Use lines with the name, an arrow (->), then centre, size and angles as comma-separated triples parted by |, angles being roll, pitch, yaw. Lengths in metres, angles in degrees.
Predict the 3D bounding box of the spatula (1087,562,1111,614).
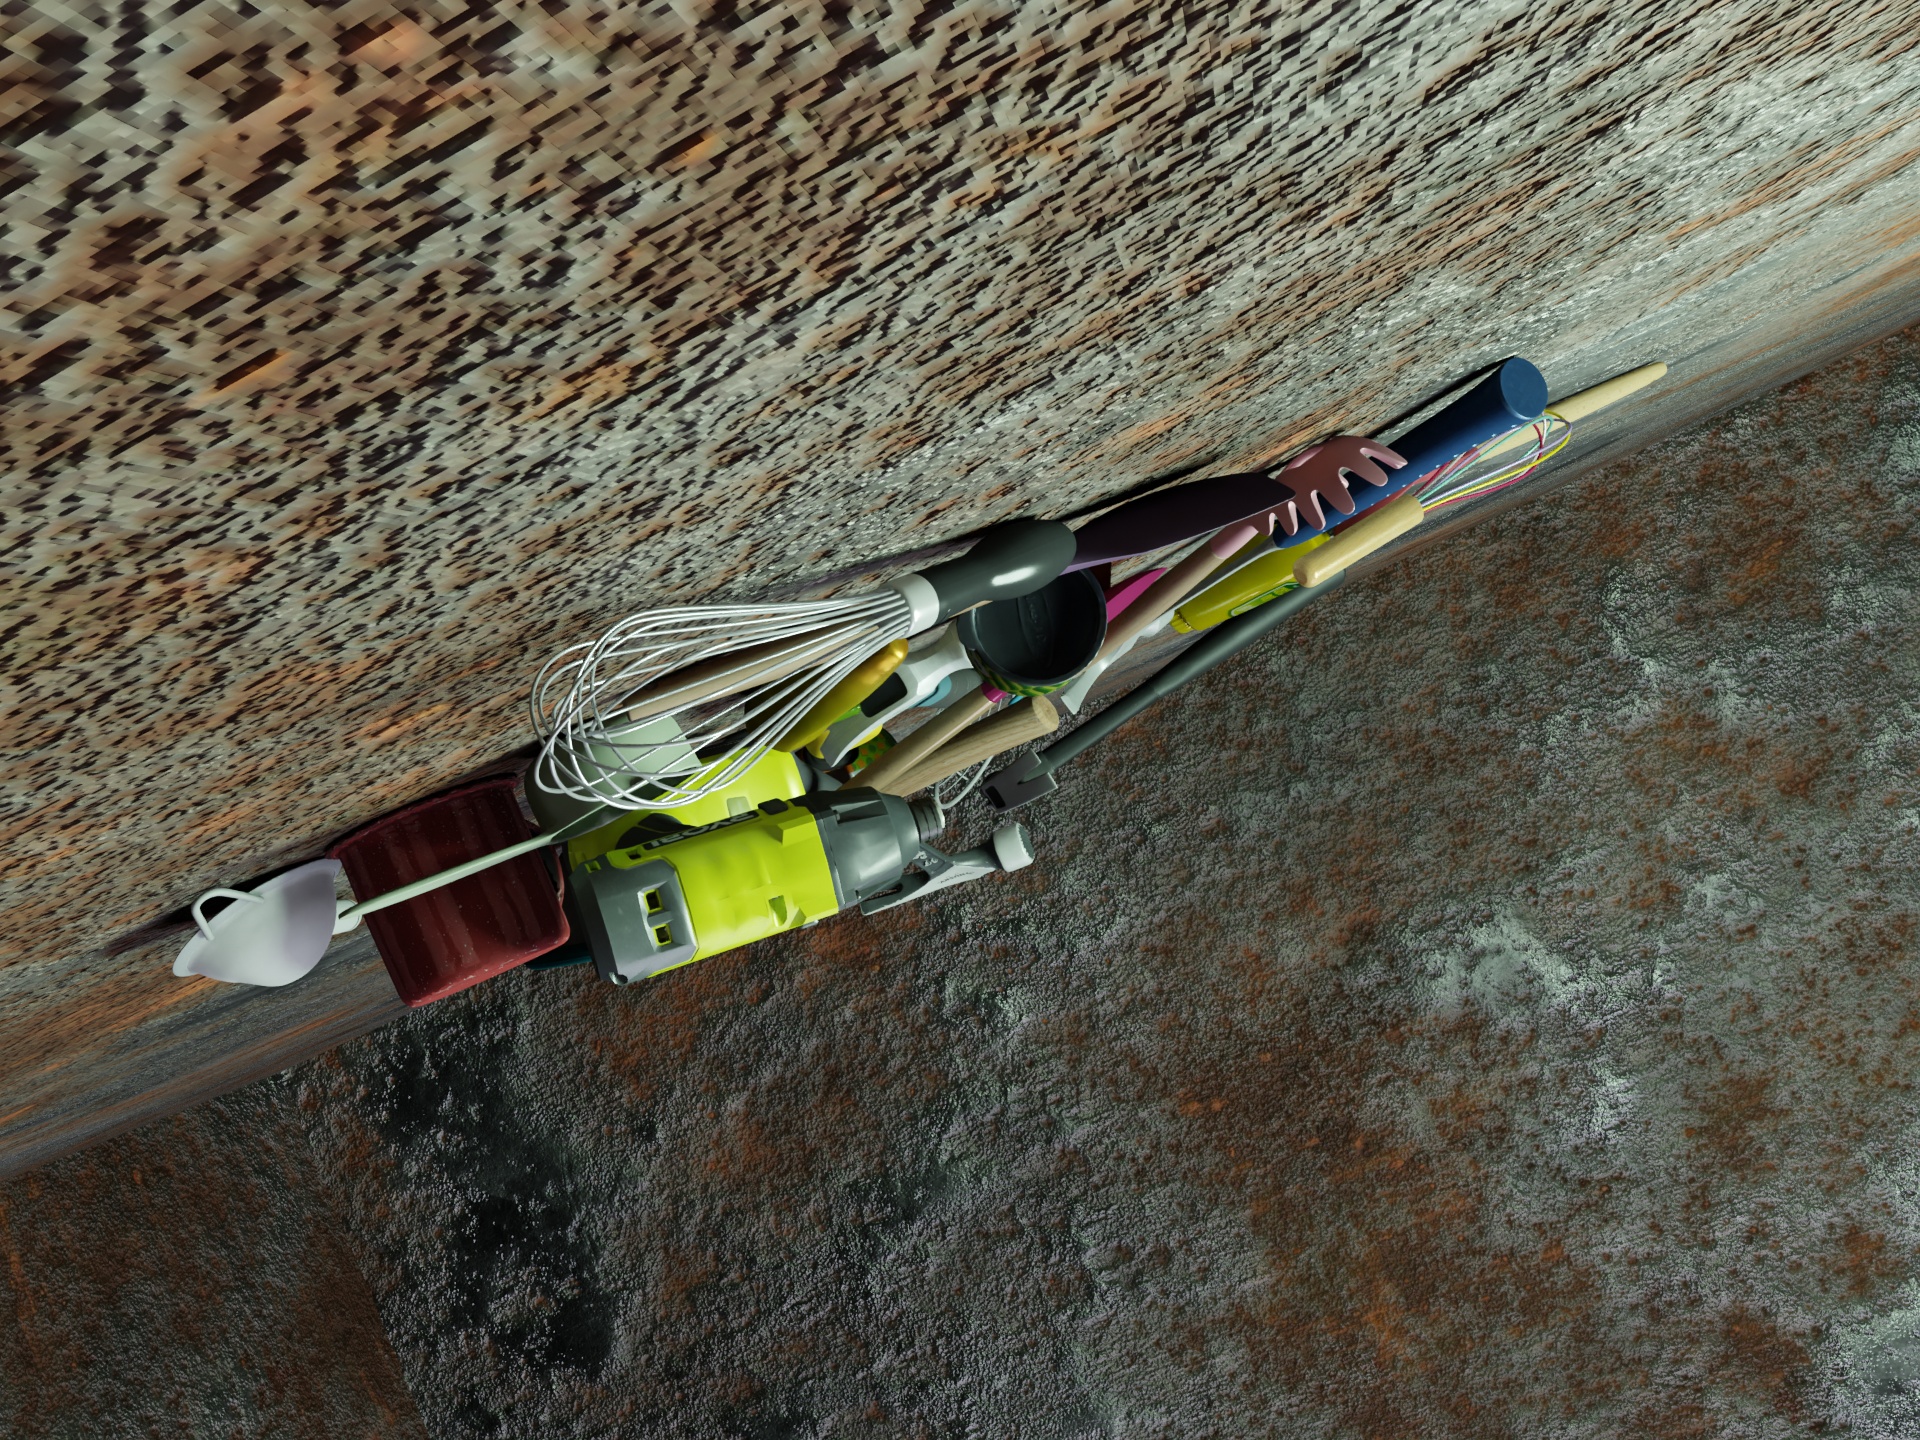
spatula -> 0.068, -0.069, 1.064 | 0.081, 0.041, 0.322 | -25, -179, 5

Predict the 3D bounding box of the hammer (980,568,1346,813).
hammer -> 0.163, -0.032, 1.244 | 0.335, 0.035, 0.146 | -34, 179, -8

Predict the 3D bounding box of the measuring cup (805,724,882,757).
measuring cup -> -0.087, 0.005, 1.034 | 0.062, 0.029, 0.156 | -25, 177, 7

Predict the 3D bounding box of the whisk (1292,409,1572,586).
whisk -> 0.316, -0.153, 1.068 | 0.245, 0.047, 0.051 | -31, 168, -19

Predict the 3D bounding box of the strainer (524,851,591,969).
strainer -> -0.199, 0.099, 1.049 | 0.211, 0.095, 0.340 | -12, 177, -8

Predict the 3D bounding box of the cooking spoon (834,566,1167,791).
cooking spoon -> -0.002, -0.003, 0.976 | 0.319, 0.017, 0.069 | -37, 174, 26

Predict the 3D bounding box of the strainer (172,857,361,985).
strainer -> -0.333, 0.104, 0.809 | 0.087, 0.050, 0.258 | -38, -177, -11

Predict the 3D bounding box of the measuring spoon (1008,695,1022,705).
measuring spoon -> 0.090, -0.048, 1.219 | 0.128, 0.021, 0.042 | -41, -177, -7

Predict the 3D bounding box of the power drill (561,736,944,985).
power drill -> -0.115, 0.064, 0.805 | 0.171, 0.080, 0.223 | -17, -171, -18

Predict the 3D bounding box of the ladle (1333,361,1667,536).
ladle -> 0.407, -0.209, 1.194 | 0.315, 0.031, 0.069 | -25, 180, -15

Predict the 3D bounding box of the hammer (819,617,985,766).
hammer -> -0.015, -0.022, 1.046 | 0.128, 0.033, 0.331 | -31, 177, 9

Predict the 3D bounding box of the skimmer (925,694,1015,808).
skimmer -> 0.119, -0.037, 1.300 | 0.363, 0.090, 0.127 | -26, 175, 23

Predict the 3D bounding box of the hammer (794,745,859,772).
hammer -> -0.195, 0.074, 1.323 | 0.337, 0.034, 0.127 | -27, 175, 41

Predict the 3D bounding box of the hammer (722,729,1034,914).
hammer -> -0.071, 0.075, 1.149 | 0.149, 0.036, 0.408 | -21, 158, 12

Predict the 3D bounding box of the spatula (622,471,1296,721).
spatula -> 0.003, -0.058, 0.703 | 0.316, 0.018, 0.060 | -21, -150, -15

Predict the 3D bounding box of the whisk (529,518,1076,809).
whisk -> -0.042, -0.033, 0.592 | 0.070, 0.070, 0.284 | -27, 180, 43

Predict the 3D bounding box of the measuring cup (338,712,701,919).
measuring cup -> -0.194, 0.038, 0.692 | 0.167, 0.038, 0.083 | -24, 175, -30

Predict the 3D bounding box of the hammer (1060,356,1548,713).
hammer -> 0.196, -0.110, 1.006 | 0.144, 0.035, 0.405 | -41, -175, -35

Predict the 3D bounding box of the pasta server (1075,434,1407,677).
pasta server -> 0.144, -0.085, 0.945 | 0.060, 0.040, 0.316 | -40, 180, -34

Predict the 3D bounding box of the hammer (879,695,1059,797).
hammer -> -0.075, 0.055, 1.205 | 0.331, 0.031, 0.130 | -25, 147, 25
